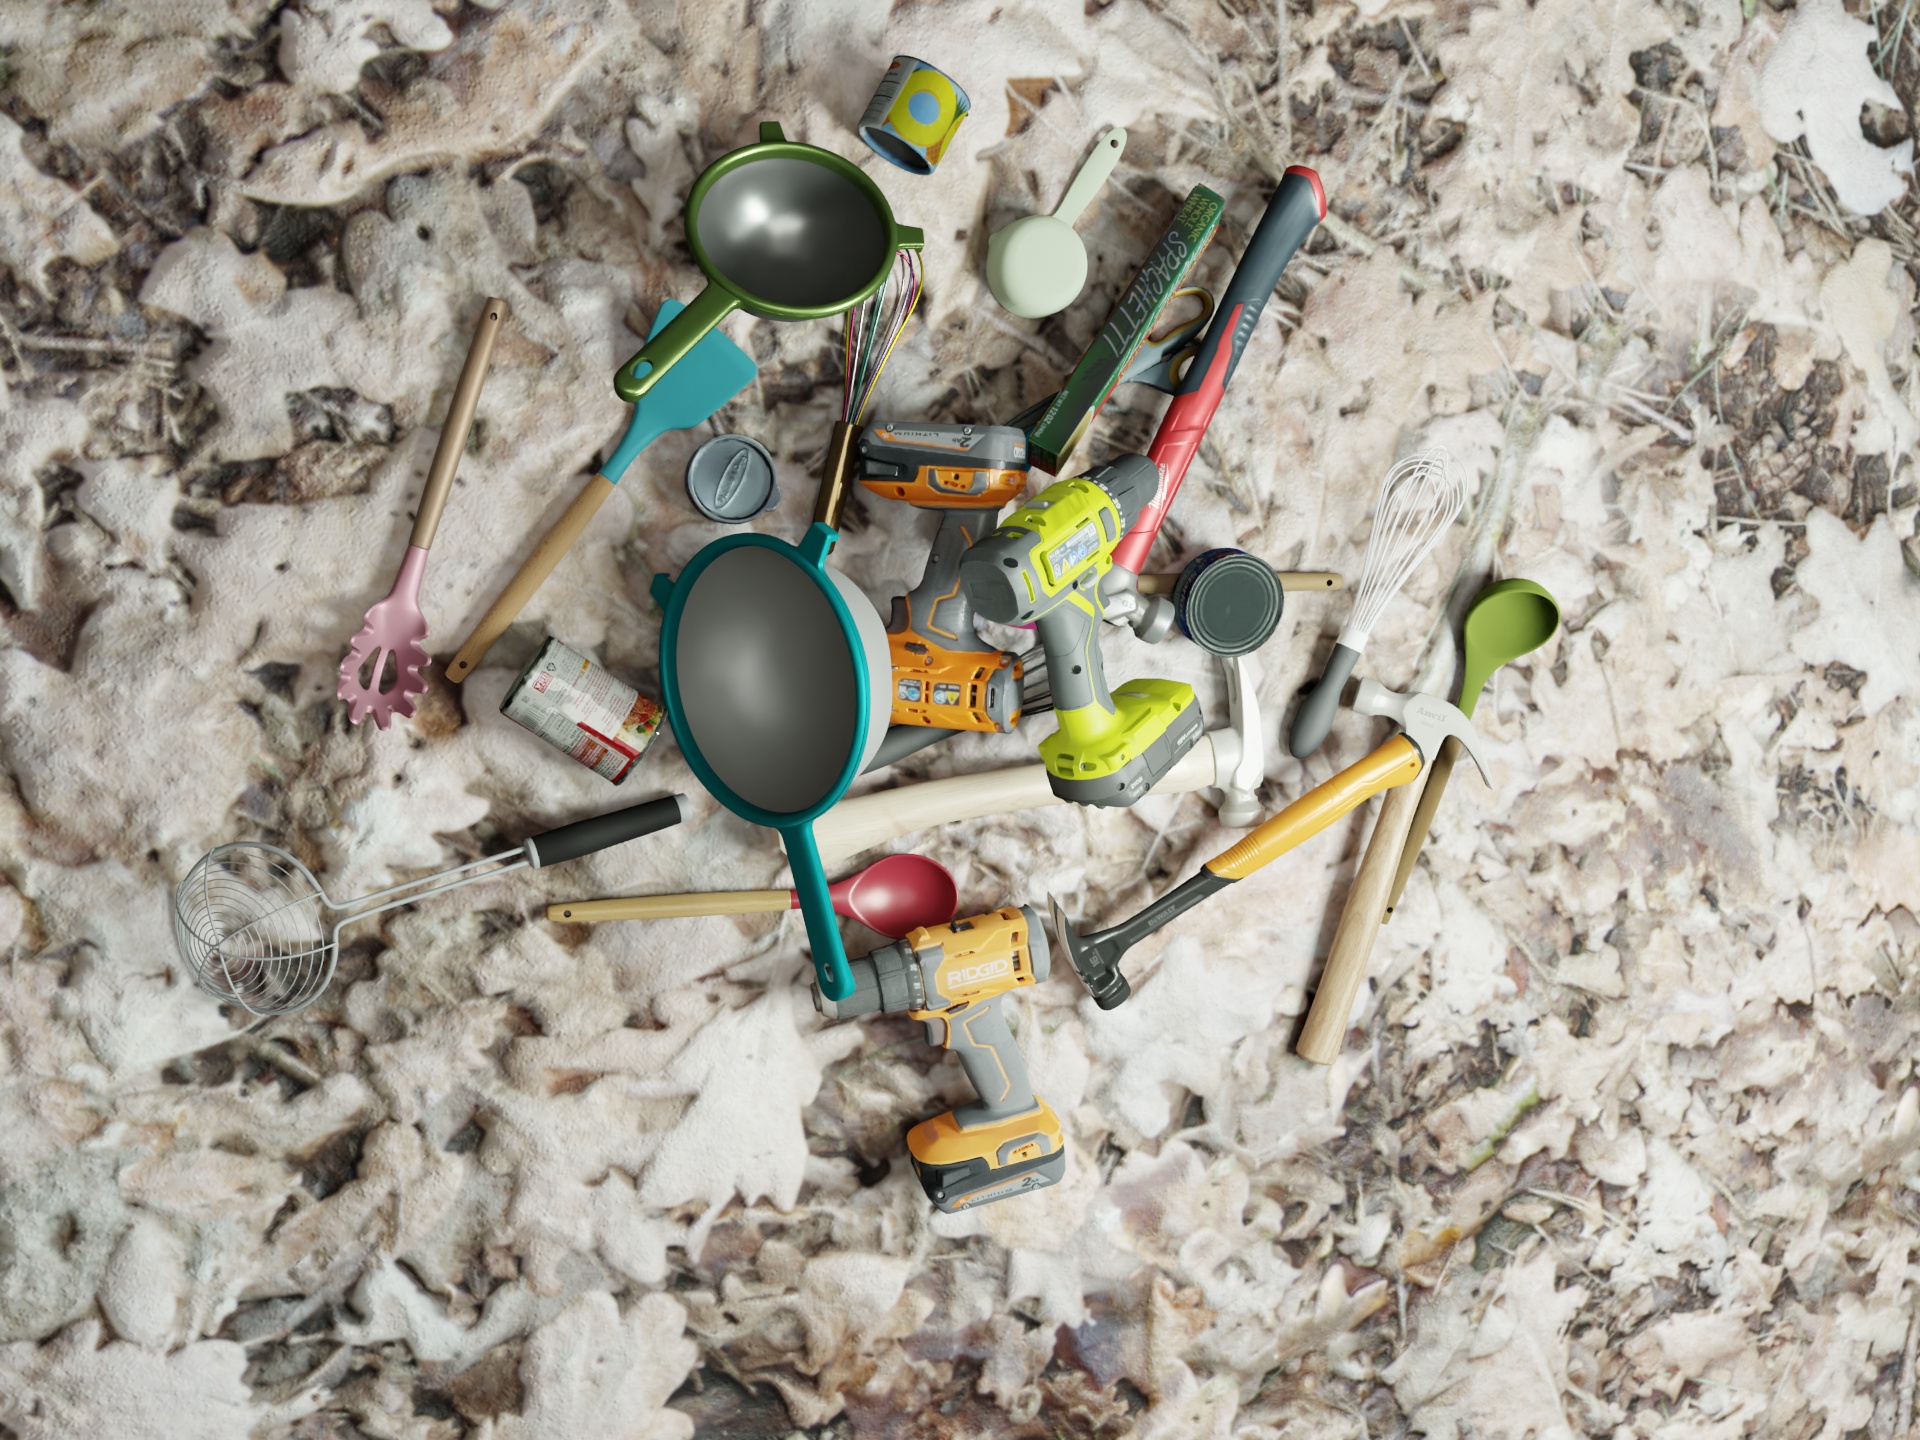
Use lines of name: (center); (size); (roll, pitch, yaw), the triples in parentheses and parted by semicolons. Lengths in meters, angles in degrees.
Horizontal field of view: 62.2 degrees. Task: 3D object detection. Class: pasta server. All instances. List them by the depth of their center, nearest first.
pasta server: (-0.374, -0.148, 1.128); (0.060, 0.040, 0.316); (17, 91, -29)

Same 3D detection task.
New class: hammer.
hammer: (0.175, -0.263, 1.248); (0.143, 0.038, 0.386); (25, 90, -15)
hammer: (0.052, 0.044, 1.264); (0.410, 0.038, 0.146); (-9, 98, -17)
hammer: (0.230, 0.105, 1.294); (0.337, 0.034, 0.127); (-32, 127, -3)
hammer: (0.356, 0.138, 1.358); (0.130, 0.031, 0.331); (17, 98, 10)

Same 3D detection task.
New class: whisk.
whisk: (-0.075, -0.244, 1.197); (0.047, 0.051, 0.245); (11, 97, -23)
whisk: (-0.002, -0.005, 1.249); (0.239, 0.055, 0.055); (-23, 103, -7)
whisk: (0.341, -0.097, 1.327); (0.070, 0.070, 0.284); (23, 95, -17)

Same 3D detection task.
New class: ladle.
ladle: (-0.158, 0.142, 1.233); (0.315, 0.031, 0.069); (-1, 91, -14)
ladle: (0.426, 0.029, 1.367); (0.078, 0.062, 0.320); (20, 94, -15)

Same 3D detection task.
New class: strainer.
strainer: (-0.155, -0.299, 1.126); (0.151, 0.069, 0.256); (38, 67, 5)
strainer: (-0.102, 0.028, 1.158); (0.095, 0.211, 0.340); (-17, 94, -49)

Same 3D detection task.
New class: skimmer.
skimmer: (-0.379, 0.112, 1.166); (0.363, 0.090, 0.127); (-17, 99, -23)

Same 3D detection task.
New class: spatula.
spatula: (-0.273, -0.156, 1.152); (0.082, 0.044, 0.317); (37, 88, -17)

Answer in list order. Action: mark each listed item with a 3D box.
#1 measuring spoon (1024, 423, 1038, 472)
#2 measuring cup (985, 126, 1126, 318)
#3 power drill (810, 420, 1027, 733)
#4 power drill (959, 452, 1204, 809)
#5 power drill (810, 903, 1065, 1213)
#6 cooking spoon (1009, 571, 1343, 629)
measuring spoon: (0.030, -0.180, 1.251); (0.042, 0.021, 0.128); (35, 78, -3)
measuring cup: (0.085, -0.388, 1.223); (0.083, 0.038, 0.167); (33, 90, -17)
power drill: (-0.031, -0.108, 1.195); (0.164, 0.084, 0.226); (5, 98, 14)
power drill: (0.104, -0.070, 1.172); (0.190, 0.080, 0.228); (-39, 122, -35)
power drill: (-0.013, 0.268, 1.251); (0.185, 0.084, 0.226); (-12, 106, -13)
cooking spoon: (0.165, -0.111, 1.294); (0.318, 0.017, 0.068); (-2, 100, -15)
